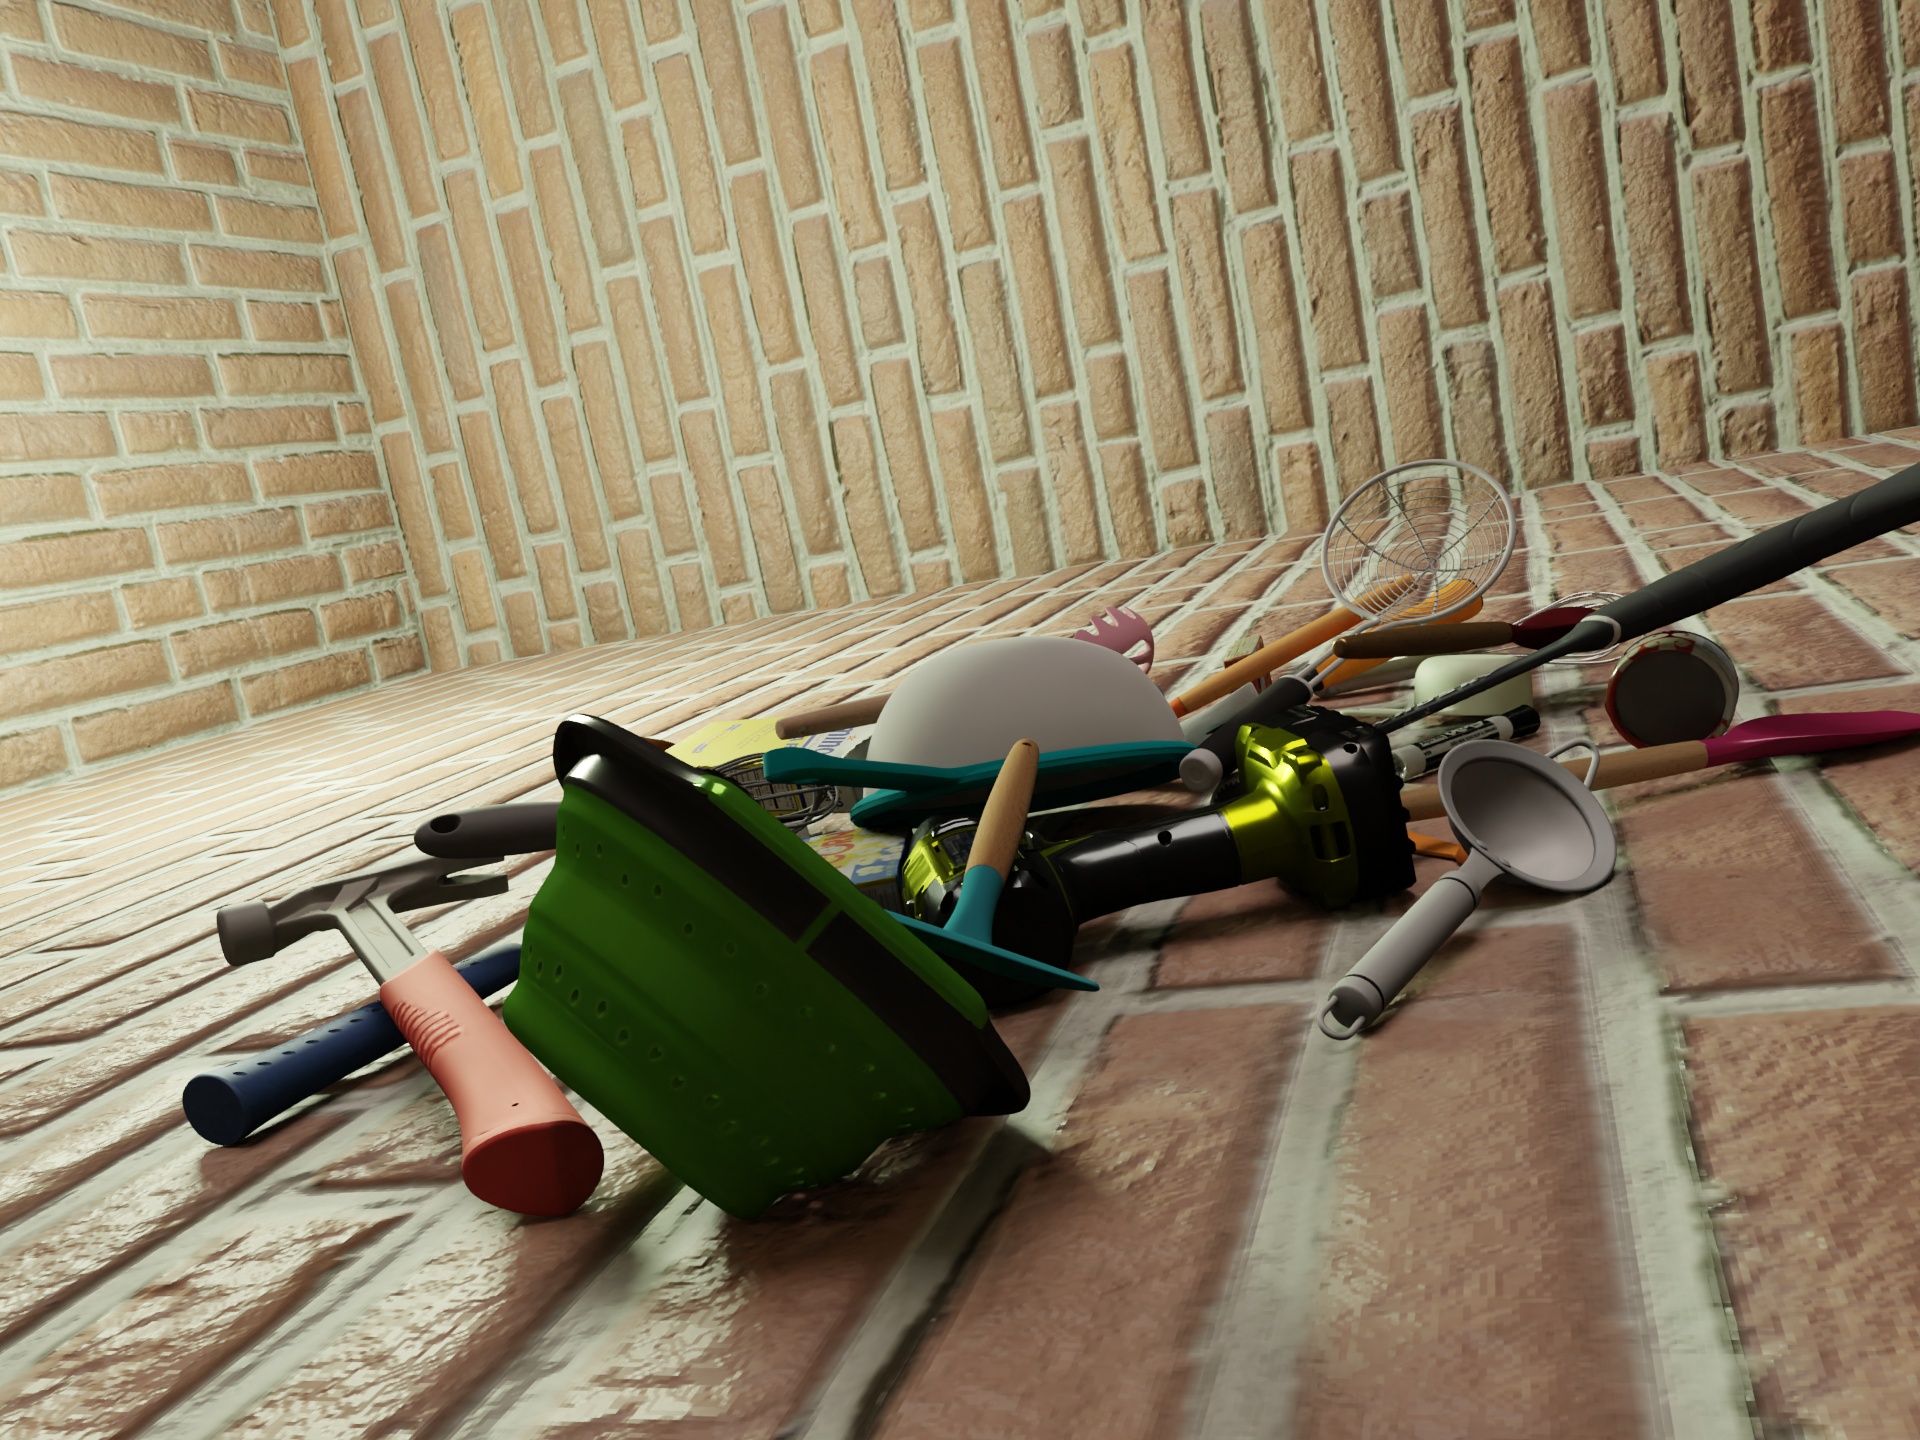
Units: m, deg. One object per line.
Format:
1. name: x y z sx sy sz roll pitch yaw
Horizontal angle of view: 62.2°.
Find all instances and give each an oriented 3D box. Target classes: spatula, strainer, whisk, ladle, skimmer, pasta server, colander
1. spatula: 0.017 0.047 0.643 0.082 0.044 0.317 18 17 2
2. strainer: -0.001 -0.003 0.887 0.211 0.095 0.340 -15 -12 31
3. whisk: 0.385 -0.051 1.197 0.246 0.059 0.057 -12 -28 18
4. ladle: 0.319 -0.051 0.978 0.315 0.031 0.069 -6 -4 -44
5. spatula: 0.179 -0.031 1.158 0.322 0.041 0.081 -29 6 11
6. skimmer: 0.228 -0.068 0.966 0.127 0.090 0.363 12 30 35
7. strainer: 0.209 0.070 0.668 0.087 0.050 0.258 41 40 19
8. whisk: -0.179 0.050 0.881 0.239 0.055 0.055 -5 5 -28
9. pasta server: 0.015 -0.024 1.041 0.316 0.060 0.040 -13 24 -35
10. colander: -0.104 0.112 0.613 0.094 0.204 0.397 -50 5 -17

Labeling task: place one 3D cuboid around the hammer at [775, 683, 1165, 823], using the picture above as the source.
1. hammer: -0.018 0.033 1.099 0.331 0.033 0.128 -16 10 5

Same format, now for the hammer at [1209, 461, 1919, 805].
1. hammer: 0.332 -0.040 0.874 0.409 0.036 0.149 -26 1 19

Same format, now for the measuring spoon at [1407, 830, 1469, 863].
1. measuring spoon: 0.228 0.058 0.805 0.021 0.011 0.117 -14 10 -20

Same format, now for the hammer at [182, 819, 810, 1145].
1. hammer: -0.232 0.125 0.872 0.144 0.035 0.405 -6 10 29

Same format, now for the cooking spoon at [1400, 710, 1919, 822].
1. cooking spoon: 0.353 0.022 0.809 0.319 0.017 0.069 -9 10 -12

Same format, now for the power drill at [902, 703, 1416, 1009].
1. power drill: 0.082 0.060 0.772 0.228 0.080 0.191 -15 10 -6

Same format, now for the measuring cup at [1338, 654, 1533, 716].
1. measuring cup: 0.304 -0.022 1.031 0.167 0.038 0.083 -3 5 -35

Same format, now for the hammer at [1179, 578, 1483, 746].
1. hammer: 0.263 -0.040 1.096 0.337 0.034 0.127 -24 -4 -36

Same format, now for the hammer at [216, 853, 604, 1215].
1. hammer: -0.227 0.124 0.711 0.149 0.036 0.359 -13 17 -30

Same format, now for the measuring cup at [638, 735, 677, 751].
1. measuring cup: -0.193 0.040 1.142 0.052 0.095 0.173 7 26 37
